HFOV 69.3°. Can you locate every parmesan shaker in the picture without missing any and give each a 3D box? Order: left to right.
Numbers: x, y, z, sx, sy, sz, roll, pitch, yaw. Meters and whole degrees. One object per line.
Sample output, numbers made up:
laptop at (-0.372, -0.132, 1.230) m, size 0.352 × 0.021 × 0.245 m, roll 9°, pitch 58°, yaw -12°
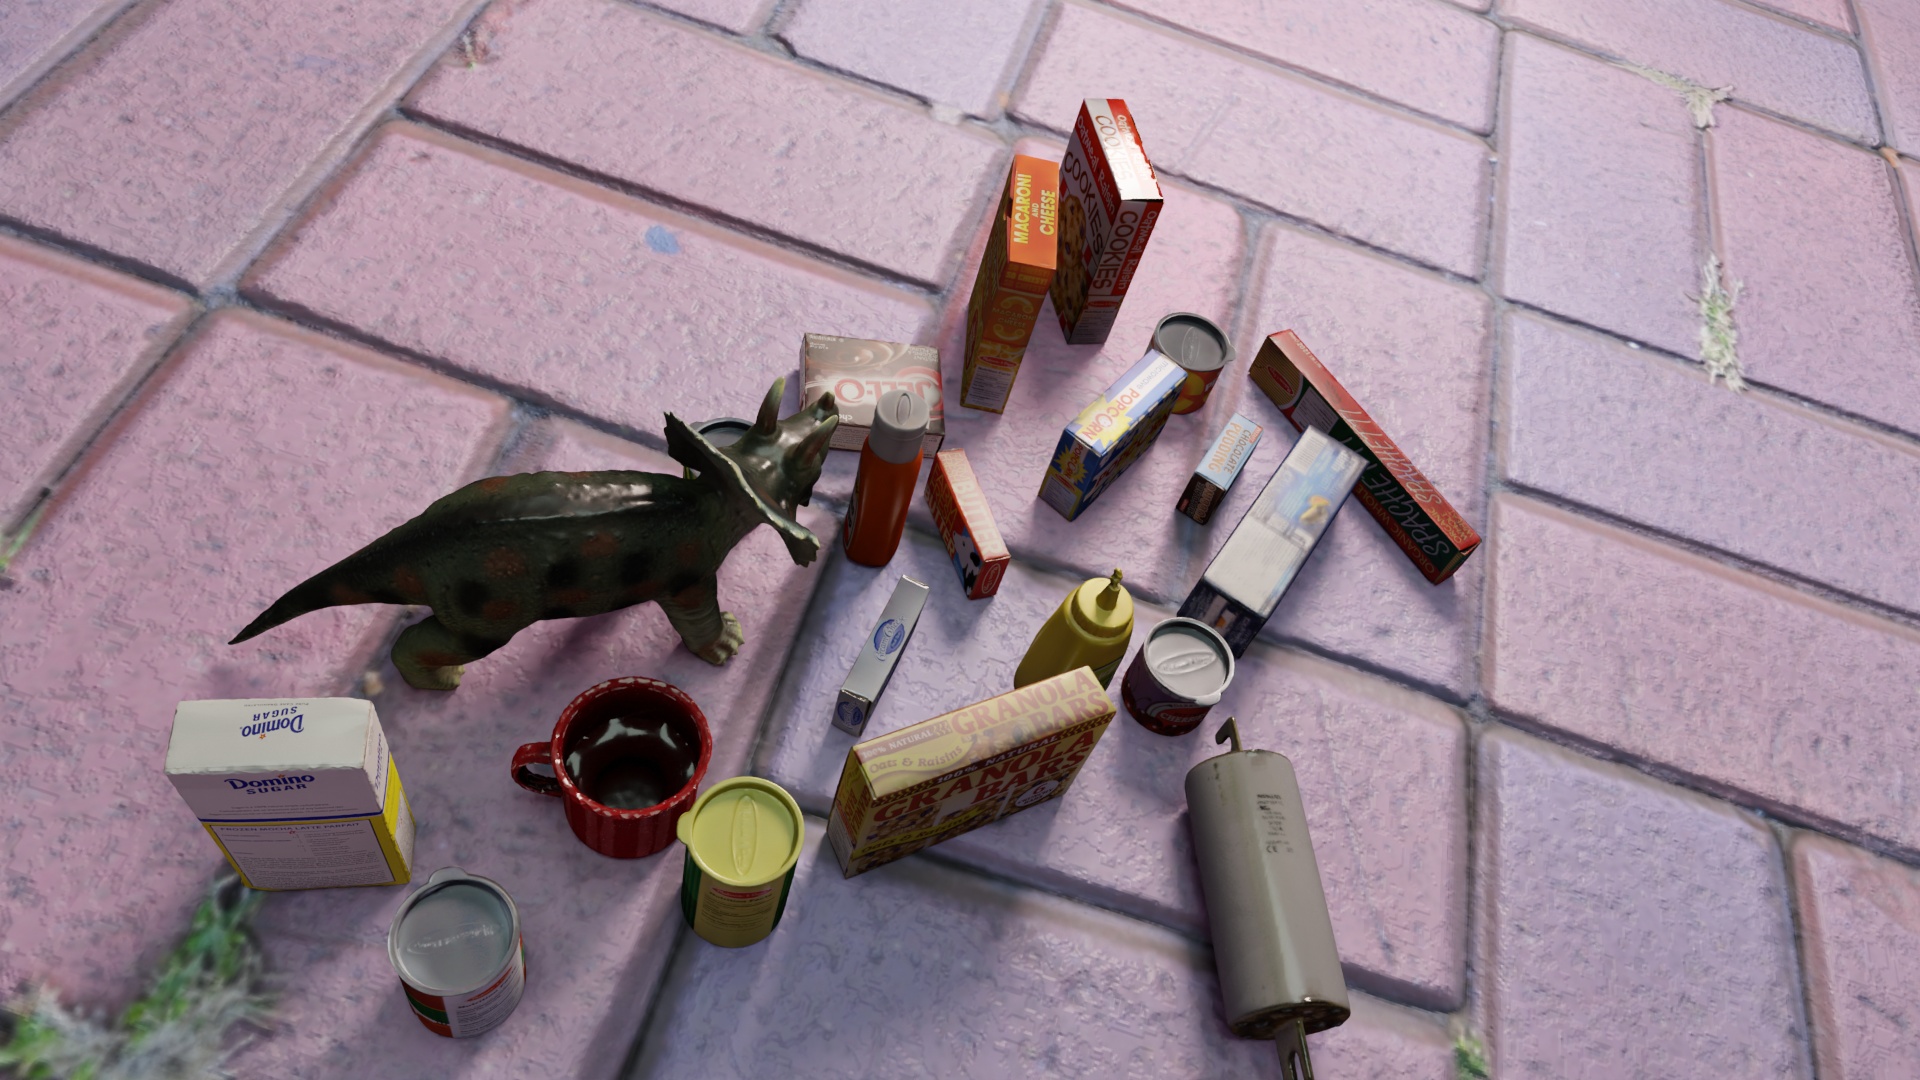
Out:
parmesan shaker at (-0.133, 0.191, 0.819) m, size 0.071 × 0.102 × 0.071 m, roll 7°, pitch 54°, yaw -9°

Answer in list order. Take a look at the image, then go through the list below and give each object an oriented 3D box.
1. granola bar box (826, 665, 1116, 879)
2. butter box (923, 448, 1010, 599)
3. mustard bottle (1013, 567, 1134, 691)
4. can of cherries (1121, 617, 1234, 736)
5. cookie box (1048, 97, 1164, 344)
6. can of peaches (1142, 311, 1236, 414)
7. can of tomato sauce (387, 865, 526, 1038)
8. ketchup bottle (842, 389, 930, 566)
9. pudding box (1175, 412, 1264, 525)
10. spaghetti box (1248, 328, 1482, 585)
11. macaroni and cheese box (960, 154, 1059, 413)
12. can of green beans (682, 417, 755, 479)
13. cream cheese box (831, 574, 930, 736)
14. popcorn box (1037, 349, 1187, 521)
granola bar box at (0.004, 0.145, 0.873) m, size 0.166 × 0.123 × 0.039 m, roll -16°, pitch 61°, yaw -24°
butter box at (0.004, -0.013, 1.031) m, size 0.024 × 0.052 × 0.104 m, roll -11°, pitch 59°, yaw -21°
mustard bottle at (0.082, 0.068, 0.926) m, size 0.065 × 0.159 × 0.049 m, roll -23°, pitch 64°, yaw -27°
can of cherries at (0.154, 0.099, 0.985) m, size 0.071 × 0.058 × 0.072 m, roll 7°, pitch 54°, yaw -9°
cookie box at (0.114, -0.266, 1.169) m, size 0.040 × 0.166 × 0.123 m, roll -3°, pitch 56°, yaw -16°
can of peaches at (0.189, -0.148, 1.172) m, size 0.071 × 0.057 × 0.071 m, roll 7°, pitch 54°, yaw -9°
can of tomato sauce at (-0.277, 0.229, 0.768) m, size 0.071 × 0.082 × 0.071 m, roll 7°, pitch 54°, yaw -9°
ketchup bottle at (-0.052, -0.046, 0.980) m, size 0.043 × 0.148 × 0.065 m, roll 11°, pitch 54°, yaw -7°
pudding box at (0.209, -0.058, 1.118) m, size 0.030 × 0.049 × 0.084 m, roll 32°, pitch 54°, yaw 9°
spaghetti box at (0.333, -0.073, 1.159) m, size 0.029 × 0.050 × 0.251 m, roll -23°, pitch 63°, yaw -27°
macaroni and cheese box at (0.038, -0.201, 1.103) m, size 0.040 × 0.165 × 0.124 m, roll 10°, pitch 54°, yaw -7°
can of green beans at (-0.168, -0.046, 1.008) m, size 0.071 × 0.057 × 0.071 m, roll 7°, pitch 54°, yaw -9°
cream cheese box at (-0.054, 0.079, 0.950) m, size 0.024 × 0.053 × 0.104 m, roll 24°, pitch 53°, yaw 4°
popcorn box at (0.120, -0.083, 1.091) m, size 0.038 × 0.084 × 0.127 m, roll 38°, pitch 55°, yaw 14°
